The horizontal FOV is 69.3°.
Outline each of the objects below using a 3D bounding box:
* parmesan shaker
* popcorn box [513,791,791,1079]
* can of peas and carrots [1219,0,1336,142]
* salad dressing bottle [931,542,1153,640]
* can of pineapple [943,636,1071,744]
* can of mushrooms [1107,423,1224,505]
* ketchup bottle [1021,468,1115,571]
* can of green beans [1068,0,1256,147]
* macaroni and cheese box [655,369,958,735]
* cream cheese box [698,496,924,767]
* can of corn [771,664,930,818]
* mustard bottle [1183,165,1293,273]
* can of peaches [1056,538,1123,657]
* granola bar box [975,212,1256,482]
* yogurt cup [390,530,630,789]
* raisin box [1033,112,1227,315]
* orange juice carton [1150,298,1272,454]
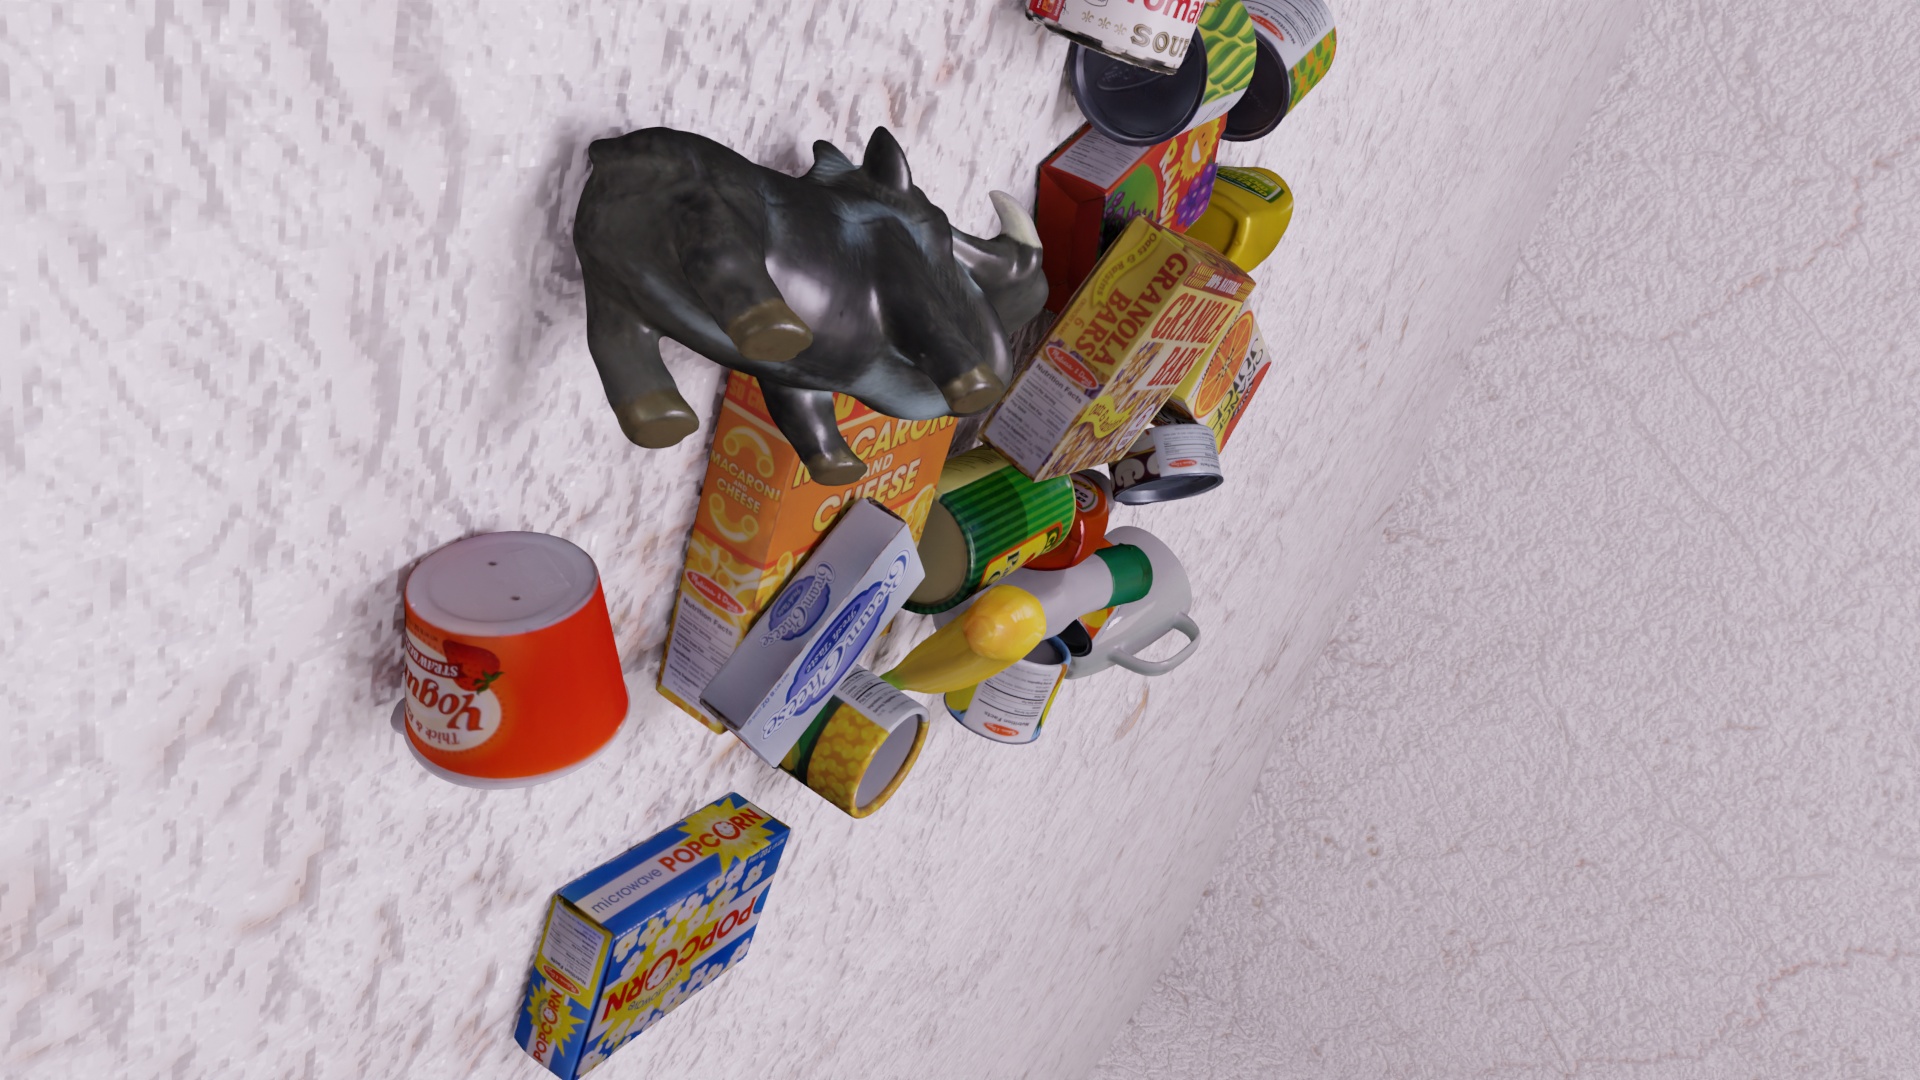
[{"bbox_3d":[0.002,-0.009,0.689,0.103,0.071,0.071,-28,143,-54],"label":"parmesan shaker"},{"bbox_3d":[-0.140,0.179,0.641,0.127,0.038,0.085,-22,136,-59],"label":"popcorn box"},{"bbox_3d":[0.150,-0.247,0.715,0.059,0.071,0.070,-47,156,-32],"label":"can of peas and carrots"},{"bbox_3d":[0.052,0.030,0.815,0.148,0.064,0.043,-11,115,-40],"label":"salad dressing bottle"},{"bbox_3d":[0.029,0.085,0.874,0.071,0.071,0.057,-20,135,-60],"label":"can of pineapple"},{"bbox_3d":[0.120,-0.044,0.828,0.071,0.071,0.033,22,57,-70],"label":"can of mushrooms"},{"bbox_3d":[0.059,-0.016,0.817,0.149,0.065,0.043,-26,131,-70],"label":"ketchup bottle"},{"bbox_3d":[0.091,-0.214,0.617,0.058,0.071,0.071,-37,149,-48],"label":"can of green beans"},{"bbox_3d":[-0.057,-0.016,0.572,0.124,0.040,0.165,-29,144,-54],"label":"macaroni and cheese box"},{"bbox_3d":[-0.056,0.036,0.550,0.104,0.024,0.053,-52,159,-16],"label":"cream cheese box"},{"bbox_3d":[-0.058,0.099,0.696,0.071,0.058,0.070,-48,156,-29],"label":"can of corn"},{"bbox_3d":[0.166,-0.196,0.828,0.161,0.065,0.048,-37,152,-58],"label":"mustard bottle"},{"bbox_3d":[0.071,0.031,0.901,0.058,0.071,0.071,-50,157,-25],"label":"can of peaches"},{"bbox_3d":[0.082,-0.093,0.685,0.124,0.039,0.166,-53,168,18],"label":"granola bar box"},{"bbox_3d":[-0.136,0.033,0.421,0.073,0.072,0.053,-37,141,-47],"label":"yogurt cup"},{"bbox_3d":[0.086,-0.176,0.693,0.124,0.040,0.085,-48,155,-32],"label":"raisin box"},{"bbox_3d":[0.140,-0.109,0.863,0.072,0.073,0.192,-61,160,1],"label":"orange juice carton"}]
